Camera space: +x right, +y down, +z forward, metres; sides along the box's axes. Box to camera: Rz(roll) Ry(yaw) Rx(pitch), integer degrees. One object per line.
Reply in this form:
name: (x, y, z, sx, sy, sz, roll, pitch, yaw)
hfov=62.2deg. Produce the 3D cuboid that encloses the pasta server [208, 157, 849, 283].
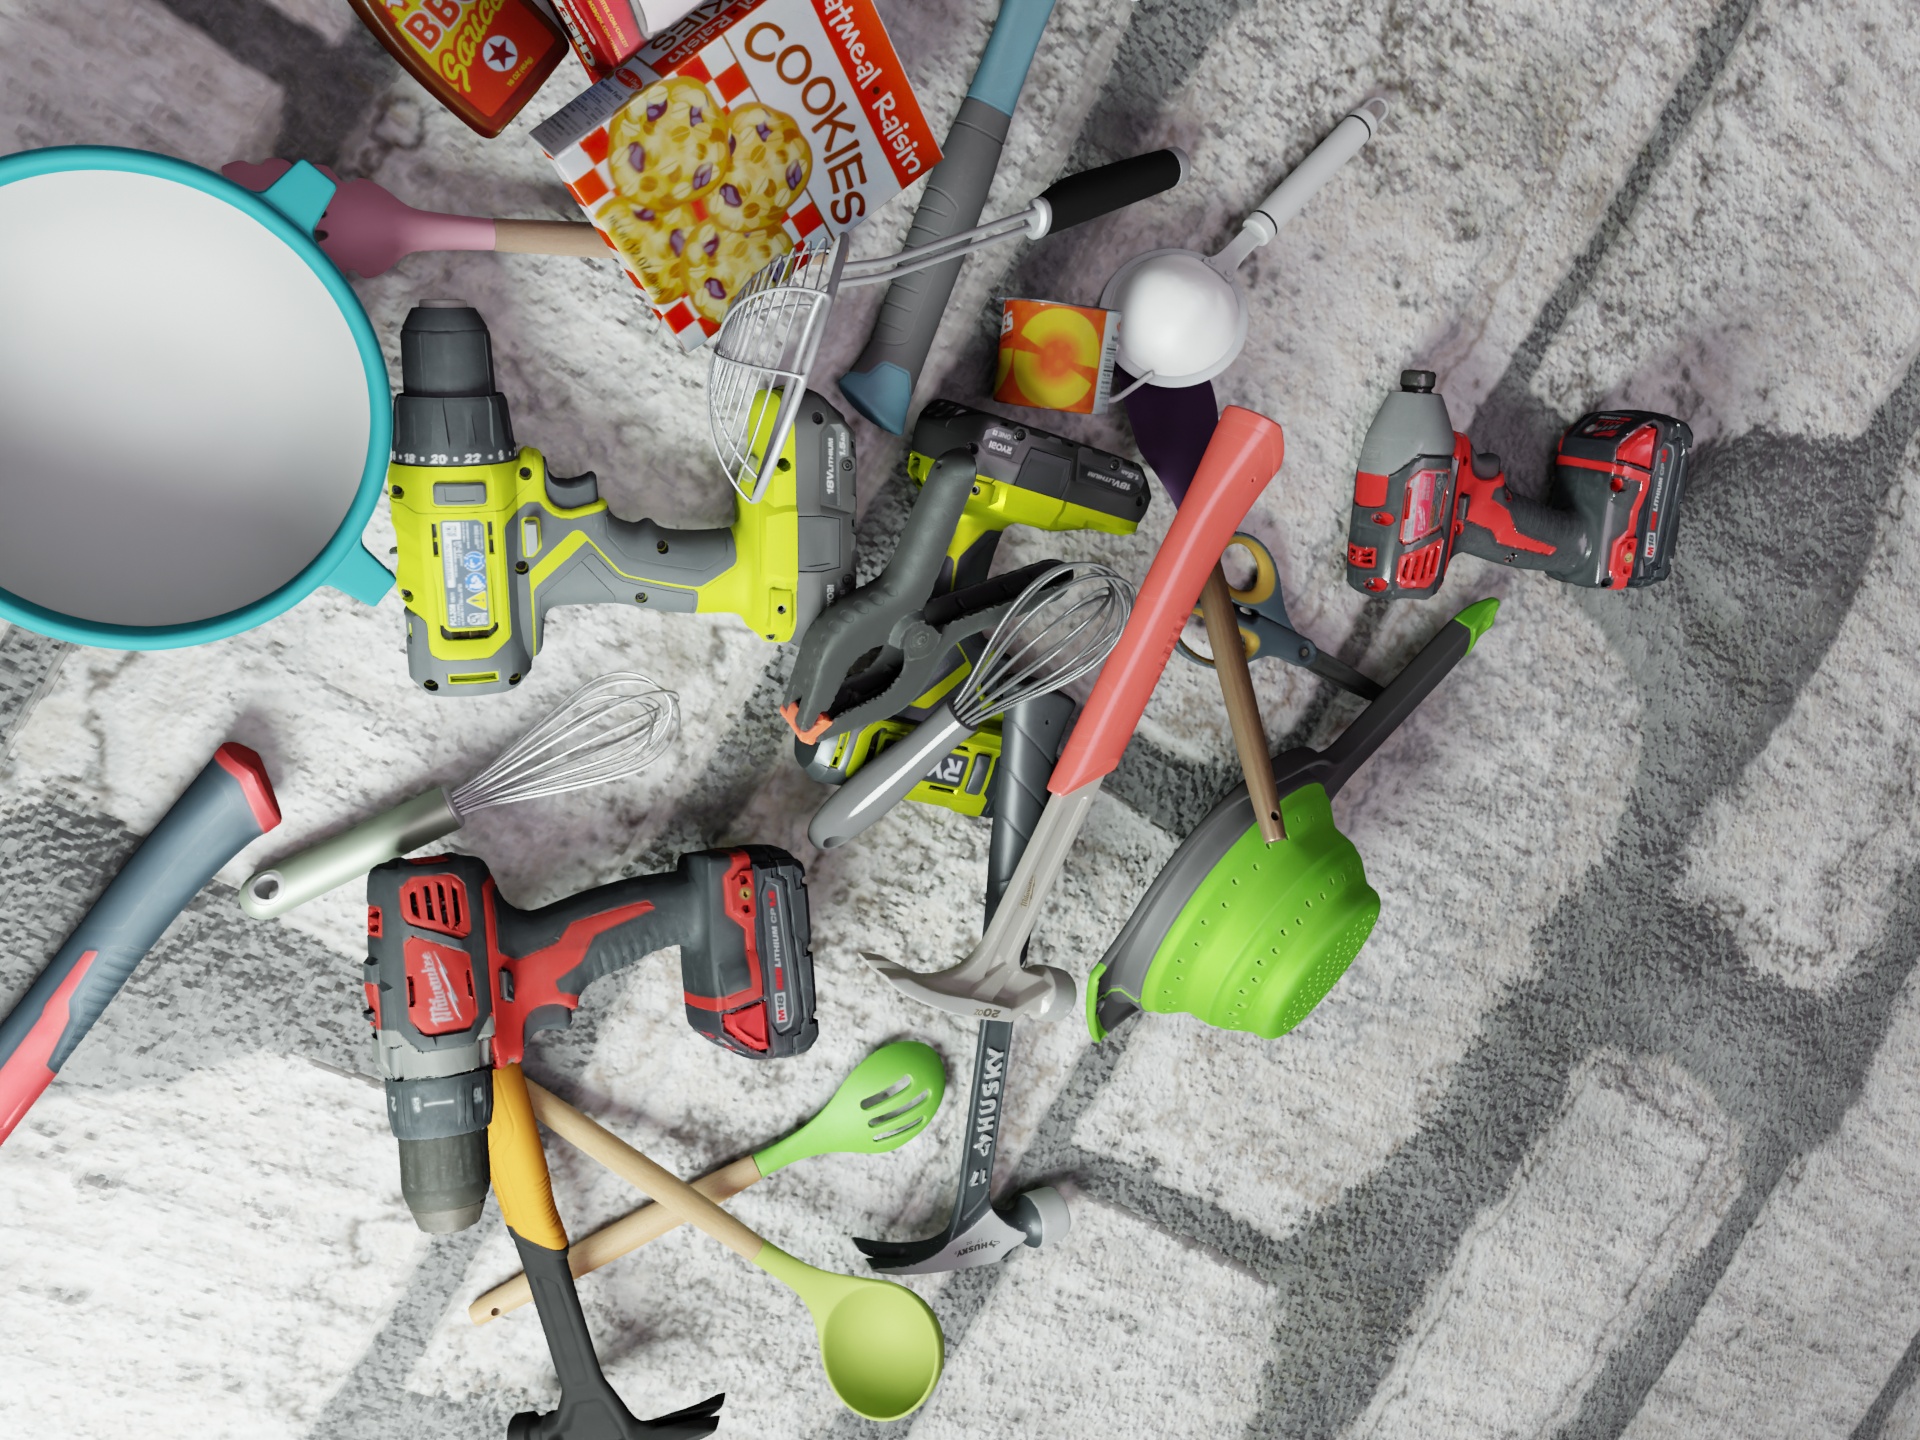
pasta server: (-0.207, -0.241, 0.793, 0.316, 0.040, 0.060, -5, 106, -26)

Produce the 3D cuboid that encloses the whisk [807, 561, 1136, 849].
whisk: (-0.002, -0.002, 0.836, 0.055, 0.055, 0.239, 35, 119, -27)

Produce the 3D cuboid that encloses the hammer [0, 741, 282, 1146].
hammer: (-0.480, 0.164, 0.780, 0.143, 0.038, 0.386, 37, 88, -25)

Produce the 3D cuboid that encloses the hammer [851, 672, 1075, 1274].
hammer: (0.019, 0.163, 0.948, 0.149, 0.036, 0.408, -8, 116, -29)

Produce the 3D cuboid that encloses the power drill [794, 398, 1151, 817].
power drill: (0.017, -0.056, 0.911, 0.171, 0.080, 0.223, 13, 103, -25)

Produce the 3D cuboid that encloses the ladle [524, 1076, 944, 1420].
ladle: (-0.139, 0.300, 0.923, 0.320, 0.062, 0.078, 39, 96, -14)

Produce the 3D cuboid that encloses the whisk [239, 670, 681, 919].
whisk: (-0.260, 0.041, 0.838, 0.246, 0.059, 0.058, -26, 76, -10)

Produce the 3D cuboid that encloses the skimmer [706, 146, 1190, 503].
skimmer: (0.015, -0.218, 0.803, 0.363, 0.127, 0.090, -31, 75, -35)

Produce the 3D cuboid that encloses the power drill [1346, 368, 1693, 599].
power drill: (0.354, -0.151, 1.027, 0.219, 0.079, 0.143, -2, 105, -19)

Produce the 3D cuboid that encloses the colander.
colander: (0.242, 0.071, 0.987, 0.397, 0.095, 0.204, -43, 154, -19)

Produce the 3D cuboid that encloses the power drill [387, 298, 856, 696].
power drill: (-0.173, -0.116, 0.812, 0.228, 0.080, 0.190, -4, 107, -19)

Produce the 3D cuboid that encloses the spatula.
spatula: (0.144, -0.085, 0.910, 0.059, 0.018, 0.316, -8, 79, -19)

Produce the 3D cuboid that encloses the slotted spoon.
slotted spoon: (-0.146, 0.284, 0.961, 0.314, 0.031, 0.070, -25, 113, -14)

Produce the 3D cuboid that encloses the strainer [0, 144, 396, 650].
strainer: (-0.426, -0.135, 0.692, 0.340, 0.095, 0.211, -8, 108, -16)

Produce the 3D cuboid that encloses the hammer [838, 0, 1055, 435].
hammer: (0.008, -0.317, 0.857, 0.128, 0.033, 0.331, 19, 97, -25)

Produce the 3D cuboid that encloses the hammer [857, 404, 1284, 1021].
hammer: (0.075, -0.004, 0.862, 0.149, 0.037, 0.359, 21, 96, -43)

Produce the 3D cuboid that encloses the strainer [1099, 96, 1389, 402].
strainer: (0.168, -0.283, 0.923, 0.087, 0.050, 0.258, 41, 76, 9)

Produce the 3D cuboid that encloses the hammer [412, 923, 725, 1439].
hammer: (-0.234, 0.264, 0.885, 0.127, 0.034, 0.336, -13, 103, 5)

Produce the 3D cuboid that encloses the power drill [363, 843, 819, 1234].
power drill: (-0.194, 0.157, 0.837, 0.226, 0.080, 0.188, -4, 88, -30)
